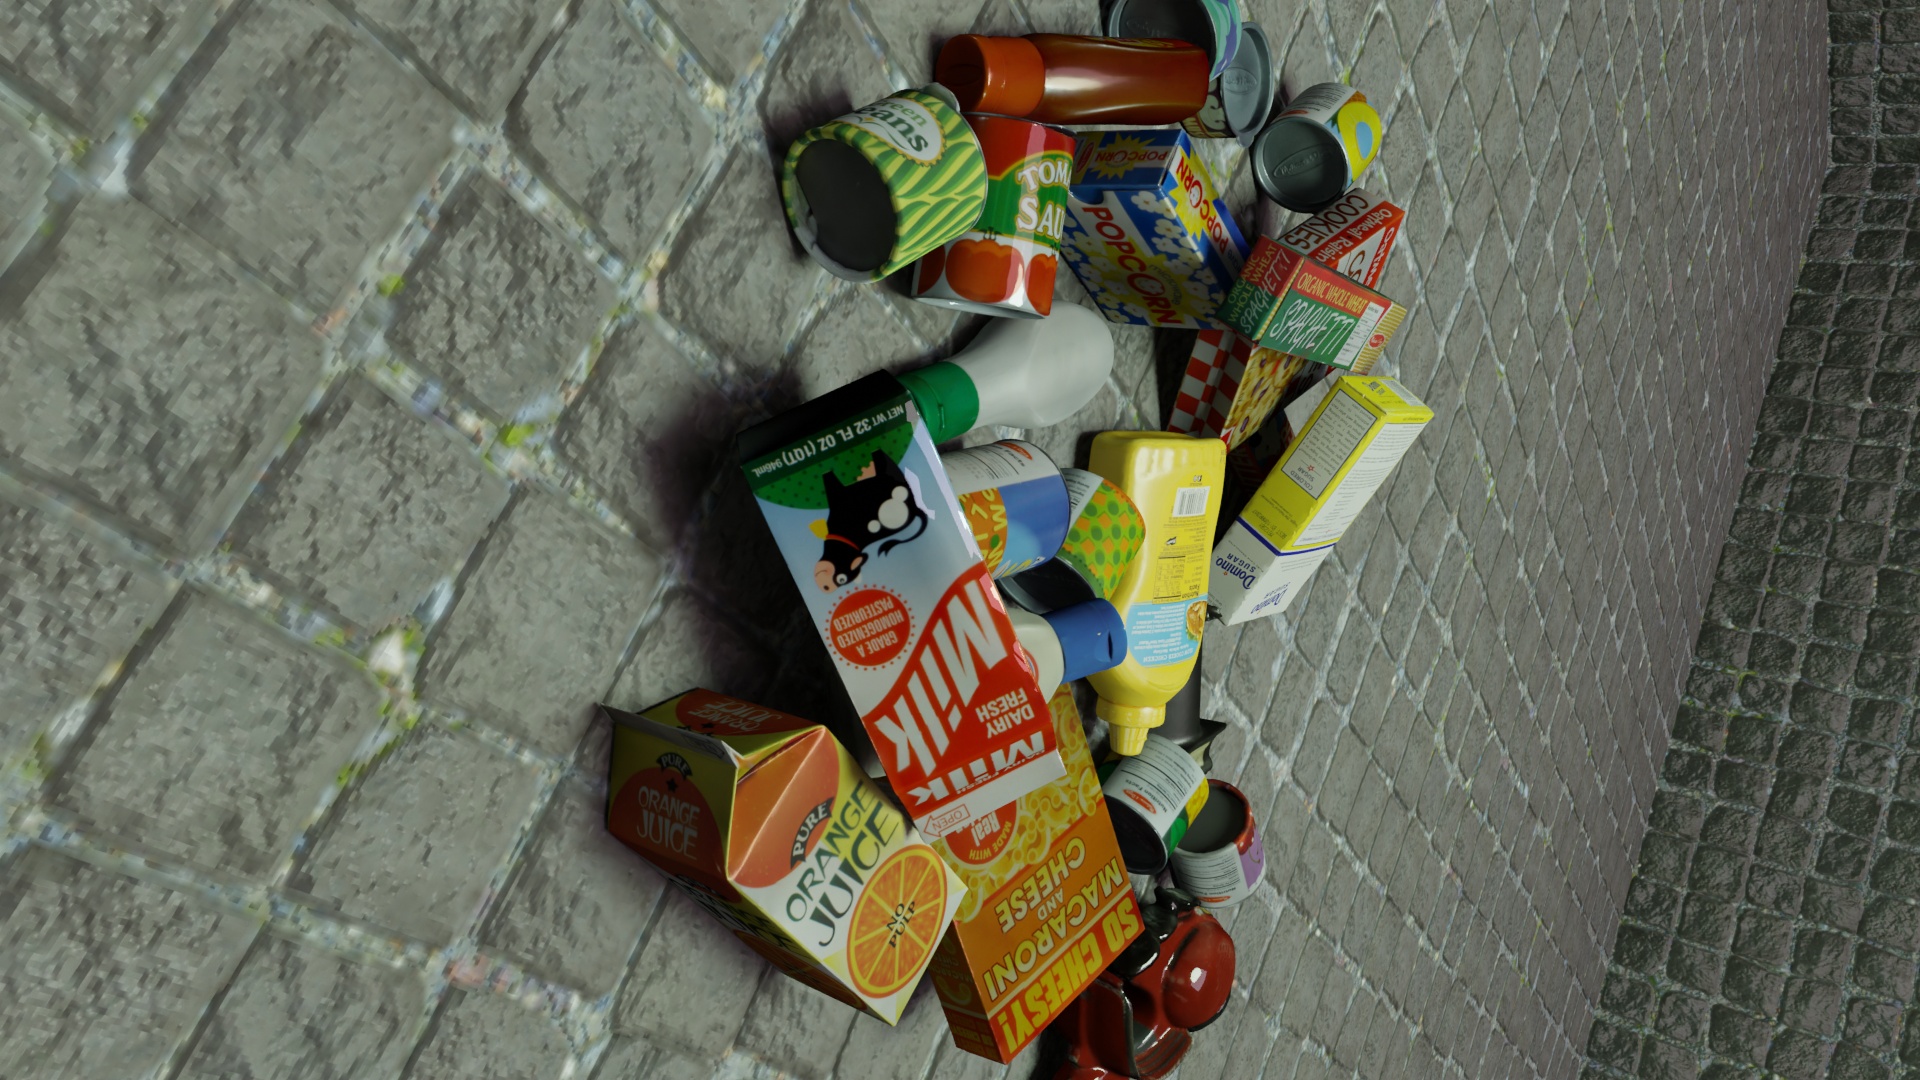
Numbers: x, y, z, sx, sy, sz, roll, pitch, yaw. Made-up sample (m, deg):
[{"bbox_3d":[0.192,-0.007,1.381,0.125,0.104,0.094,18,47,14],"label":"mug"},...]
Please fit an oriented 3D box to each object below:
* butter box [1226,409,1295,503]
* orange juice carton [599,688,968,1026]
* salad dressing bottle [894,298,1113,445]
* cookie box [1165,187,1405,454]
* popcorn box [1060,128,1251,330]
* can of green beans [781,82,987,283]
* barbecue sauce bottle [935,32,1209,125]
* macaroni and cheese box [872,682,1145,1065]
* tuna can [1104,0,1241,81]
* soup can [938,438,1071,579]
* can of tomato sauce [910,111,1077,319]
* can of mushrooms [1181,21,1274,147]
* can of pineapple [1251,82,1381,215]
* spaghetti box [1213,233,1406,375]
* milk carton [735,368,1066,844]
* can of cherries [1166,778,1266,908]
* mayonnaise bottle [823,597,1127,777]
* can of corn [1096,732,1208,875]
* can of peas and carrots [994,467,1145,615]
[{"bbox_3d":[0.210,-0.058,0.957,0.053,0.024,0.103,-61,140,-22],"label":"butter box"},{"bbox_3d":[-0.077,0.127,0.588,0.073,0.072,0.192,-59,139,-25],"label":"orange juice carton"},{"bbox_3d":[0.018,-0.079,0.683,0.148,0.044,0.064,-26,120,-46],"label":"salad dressing bottle"},{"bbox_3d":[0.201,-0.135,0.864,0.168,0.040,0.122,-36,151,-36],"label":"cookie box"},{"bbox_3d":[0.097,-0.161,0.730,0.126,0.085,0.038,42,65,-49],"label":"popcorn box"},{"bbox_3d":[-0.032,-0.148,0.580,0.058,0.071,0.071,-38,128,-40],"label":"can of green beans"},{"bbox_3d":[0.054,-0.225,0.679,0.149,0.065,0.043,-15,110,-41],"label":"barbecue sauce bottle"},{"bbox_3d":[0.025,0.163,0.723,0.124,0.040,0.166,-30,109,-40],"label":"macaroni and cheese box"},{"bbox_3d":[0.113,-0.272,0.737,0.033,0.071,0.070,-44,131,-39],"label":"tuna can"},{"bbox_3d":[0.002,-0.008,0.662,0.084,0.071,0.071,-15,111,-50],"label":"soup can"},{"bbox_3d":[0.017,-0.148,0.640,0.071,0.071,0.083,2,98,-53],"label":"can of tomato sauce"},{"bbox_3d":[0.156,-0.269,0.823,0.071,0.033,0.070,-19,113,-50],"label":"can of mushrooms"},{"bbox_3d":[0.231,-0.253,0.899,0.058,0.071,0.070,-47,133,-36],"label":"can of pineapple"},{"bbox_3d":[0.204,-0.128,0.785,0.250,0.029,0.050,-5,127,-61],"label":"spaghetti box"},{"bbox_3d":[-0.021,0.033,0.574,0.072,0.073,0.190,-25,106,-4],"label":"milk carton"},{"bbox_3d":[0.169,0.202,0.939,0.072,0.071,0.058,-51,136,-32],"label":"can of cherries"},{"bbox_3d":[0.010,0.063,0.667,0.148,0.041,0.064,-15,111,-24],"label":"mayonnaise bottle"},{"bbox_3d":[0.109,0.161,0.850,0.058,0.071,0.071,-45,132,-37],"label":"can of corn"},{"bbox_3d":[0.058,0.006,0.739,0.059,0.071,0.070,-55,138,-29],"label":"can of peas and carrots"}]
